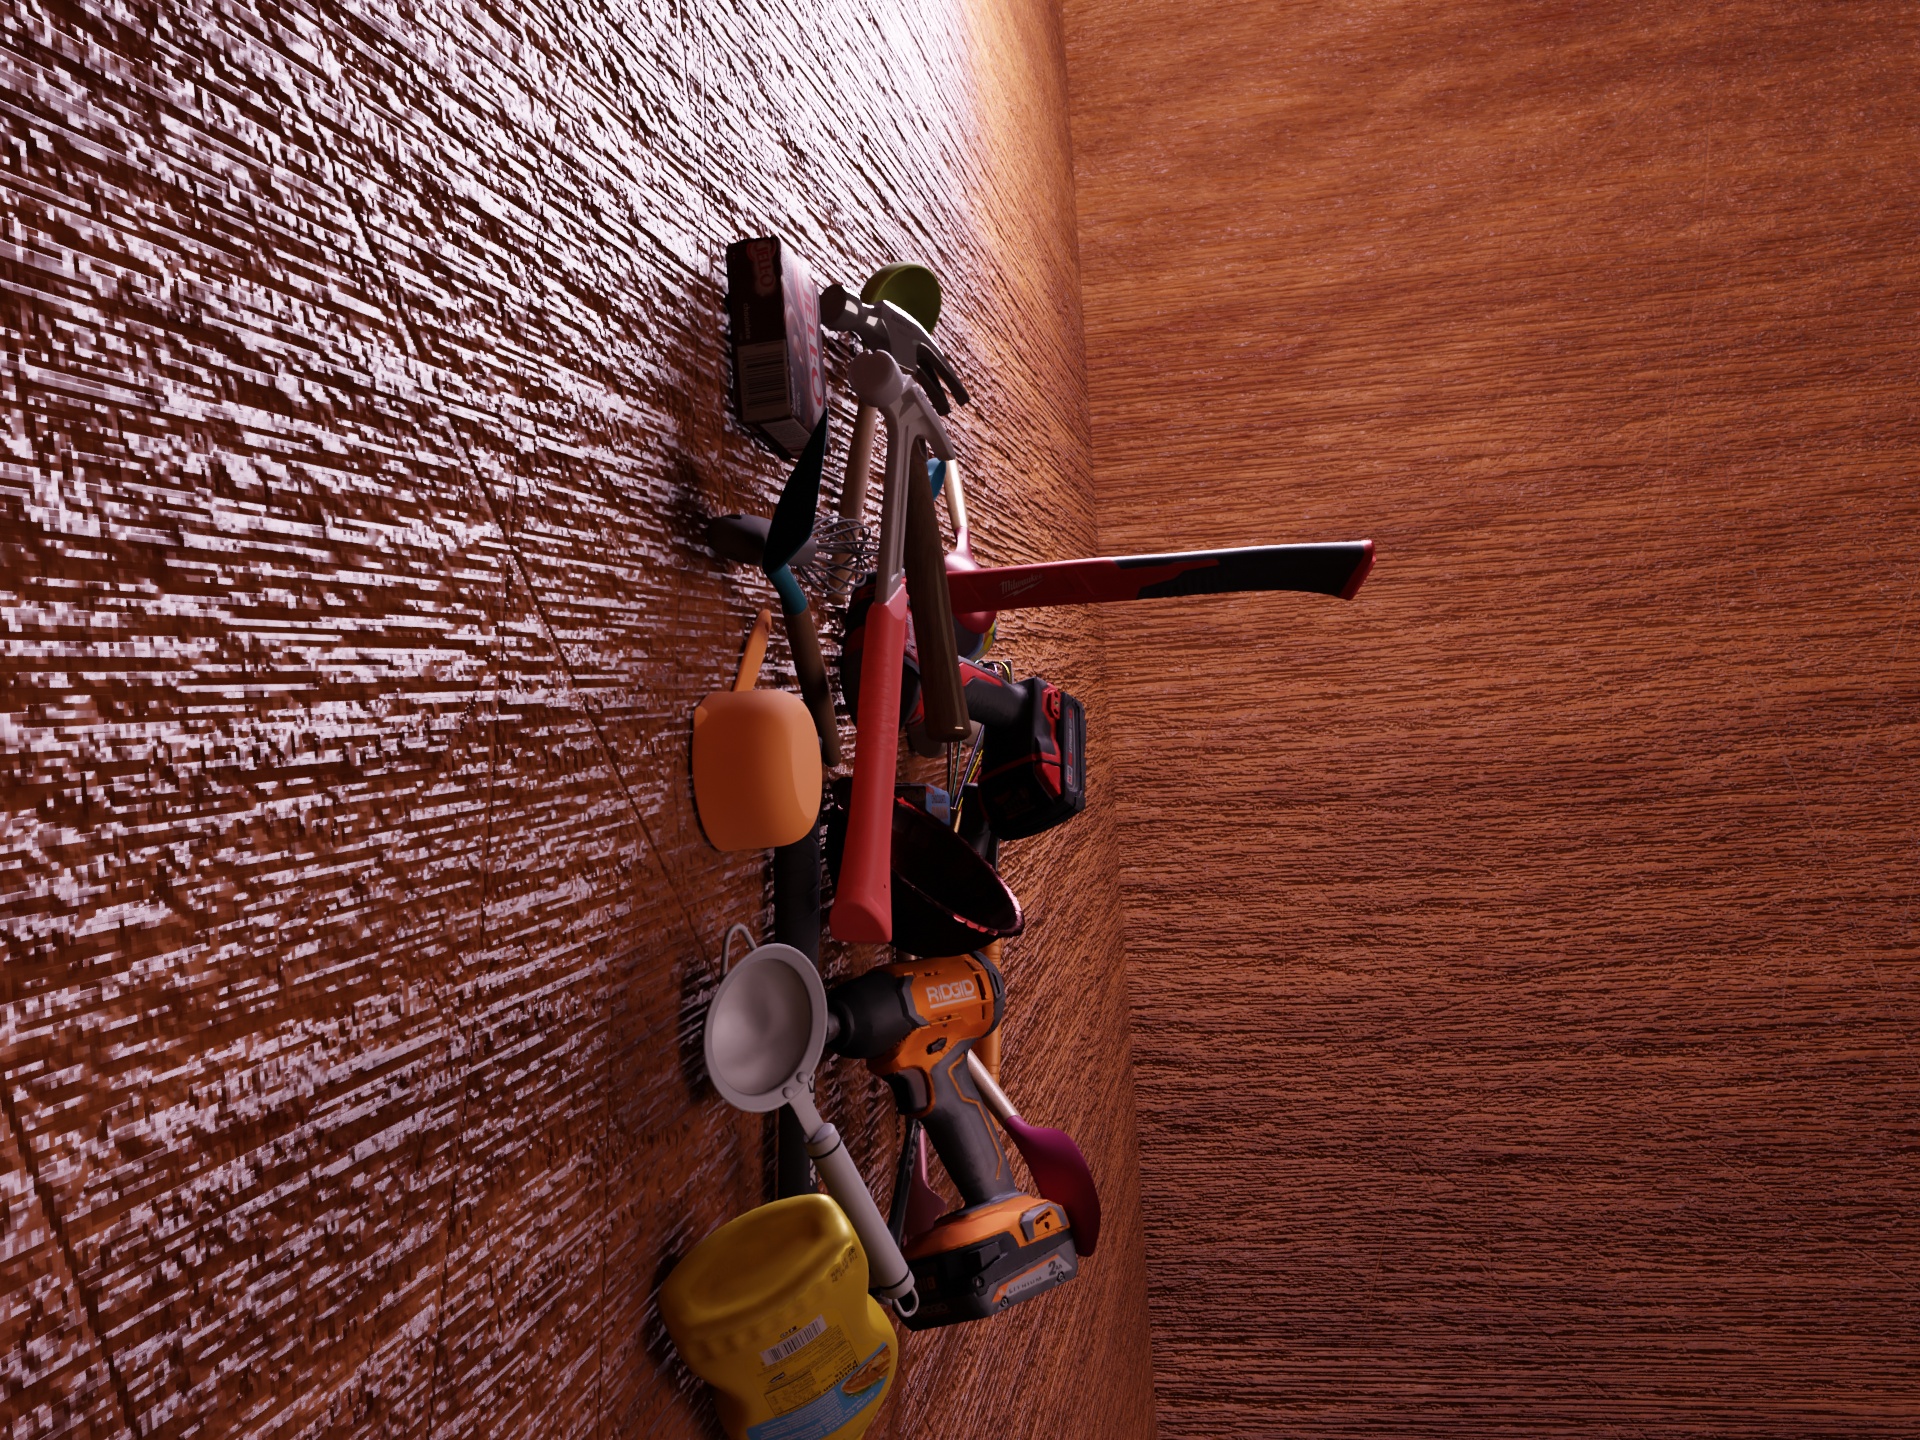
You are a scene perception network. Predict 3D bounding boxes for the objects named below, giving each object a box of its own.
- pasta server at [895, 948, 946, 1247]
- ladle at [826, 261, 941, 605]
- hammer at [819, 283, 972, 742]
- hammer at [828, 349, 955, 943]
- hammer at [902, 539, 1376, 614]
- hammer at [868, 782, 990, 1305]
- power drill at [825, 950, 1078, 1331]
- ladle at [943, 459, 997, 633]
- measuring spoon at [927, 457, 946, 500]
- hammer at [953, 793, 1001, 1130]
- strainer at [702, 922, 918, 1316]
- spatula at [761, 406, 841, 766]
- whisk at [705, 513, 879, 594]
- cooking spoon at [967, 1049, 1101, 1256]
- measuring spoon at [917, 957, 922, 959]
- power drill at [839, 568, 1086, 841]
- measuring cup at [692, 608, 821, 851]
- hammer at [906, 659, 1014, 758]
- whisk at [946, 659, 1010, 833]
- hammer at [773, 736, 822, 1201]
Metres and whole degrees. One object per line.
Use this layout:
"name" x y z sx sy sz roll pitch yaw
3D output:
"pasta server" -0.030 0.287 1.227 0.060 0.040 0.316 -22 -111 57
"ladle" -0.061 -0.219 1.190 0.078 0.062 0.320 61 29 -53
"hammer" -0.029 -0.145 1.132 0.130 0.031 0.331 10 66 -50
"hammer" -0.046 -0.040 0.998 0.149 0.037 0.359 46 45 -68
"hammer" 0.129 -0.128 1.260 0.038 0.386 0.143 21 65 -78
"hammer" -0.017 0.225 1.179 0.149 0.036 0.409 72 26 -55
"power drill" -0.018 0.267 1.030 0.164 0.084 0.227 1 68 -50
"ladle" -0.001 -0.179 1.435 0.069 0.031 0.316 42 22 -30
"measuring spoon" -0.043 -0.210 1.391 0.128 0.021 0.042 -29 137 -69
"hammer" 0.028 0.229 1.438 0.127 0.034 0.337 -11 -105 61
"strainer" -0.080 0.217 0.845 0.087 0.050 0.258 -40 112 -42
"spatula" -0.084 -0.052 0.943 0.317 0.044 0.082 85 7 -59
"whisk" -0.102 -0.107 0.973 0.239 0.055 0.055 -8 95 -75
"cooking spoon" 0.028 0.283 1.168 0.319 0.017 0.068 -140 -125 -61
"measuring spoon" -0.027 0.233 1.333 0.034 0.018 0.124 -71 149 -63
"power drill" -0.002 -0.004 1.181 0.219 0.078 0.143 36 43 -36
"measuring cup" -0.103 -0.004 0.893 0.095 0.052 0.174 76 16 -44
"hammer" 0.008 -0.002 1.530 0.410 0.038 0.146 16 69 -78
"whisk" 0.000 0.055 1.308 0.051 0.047 0.245 71 29 -61
"hammer" -0.094 0.172 0.935 0.146 0.035 0.335 45 42 -73
